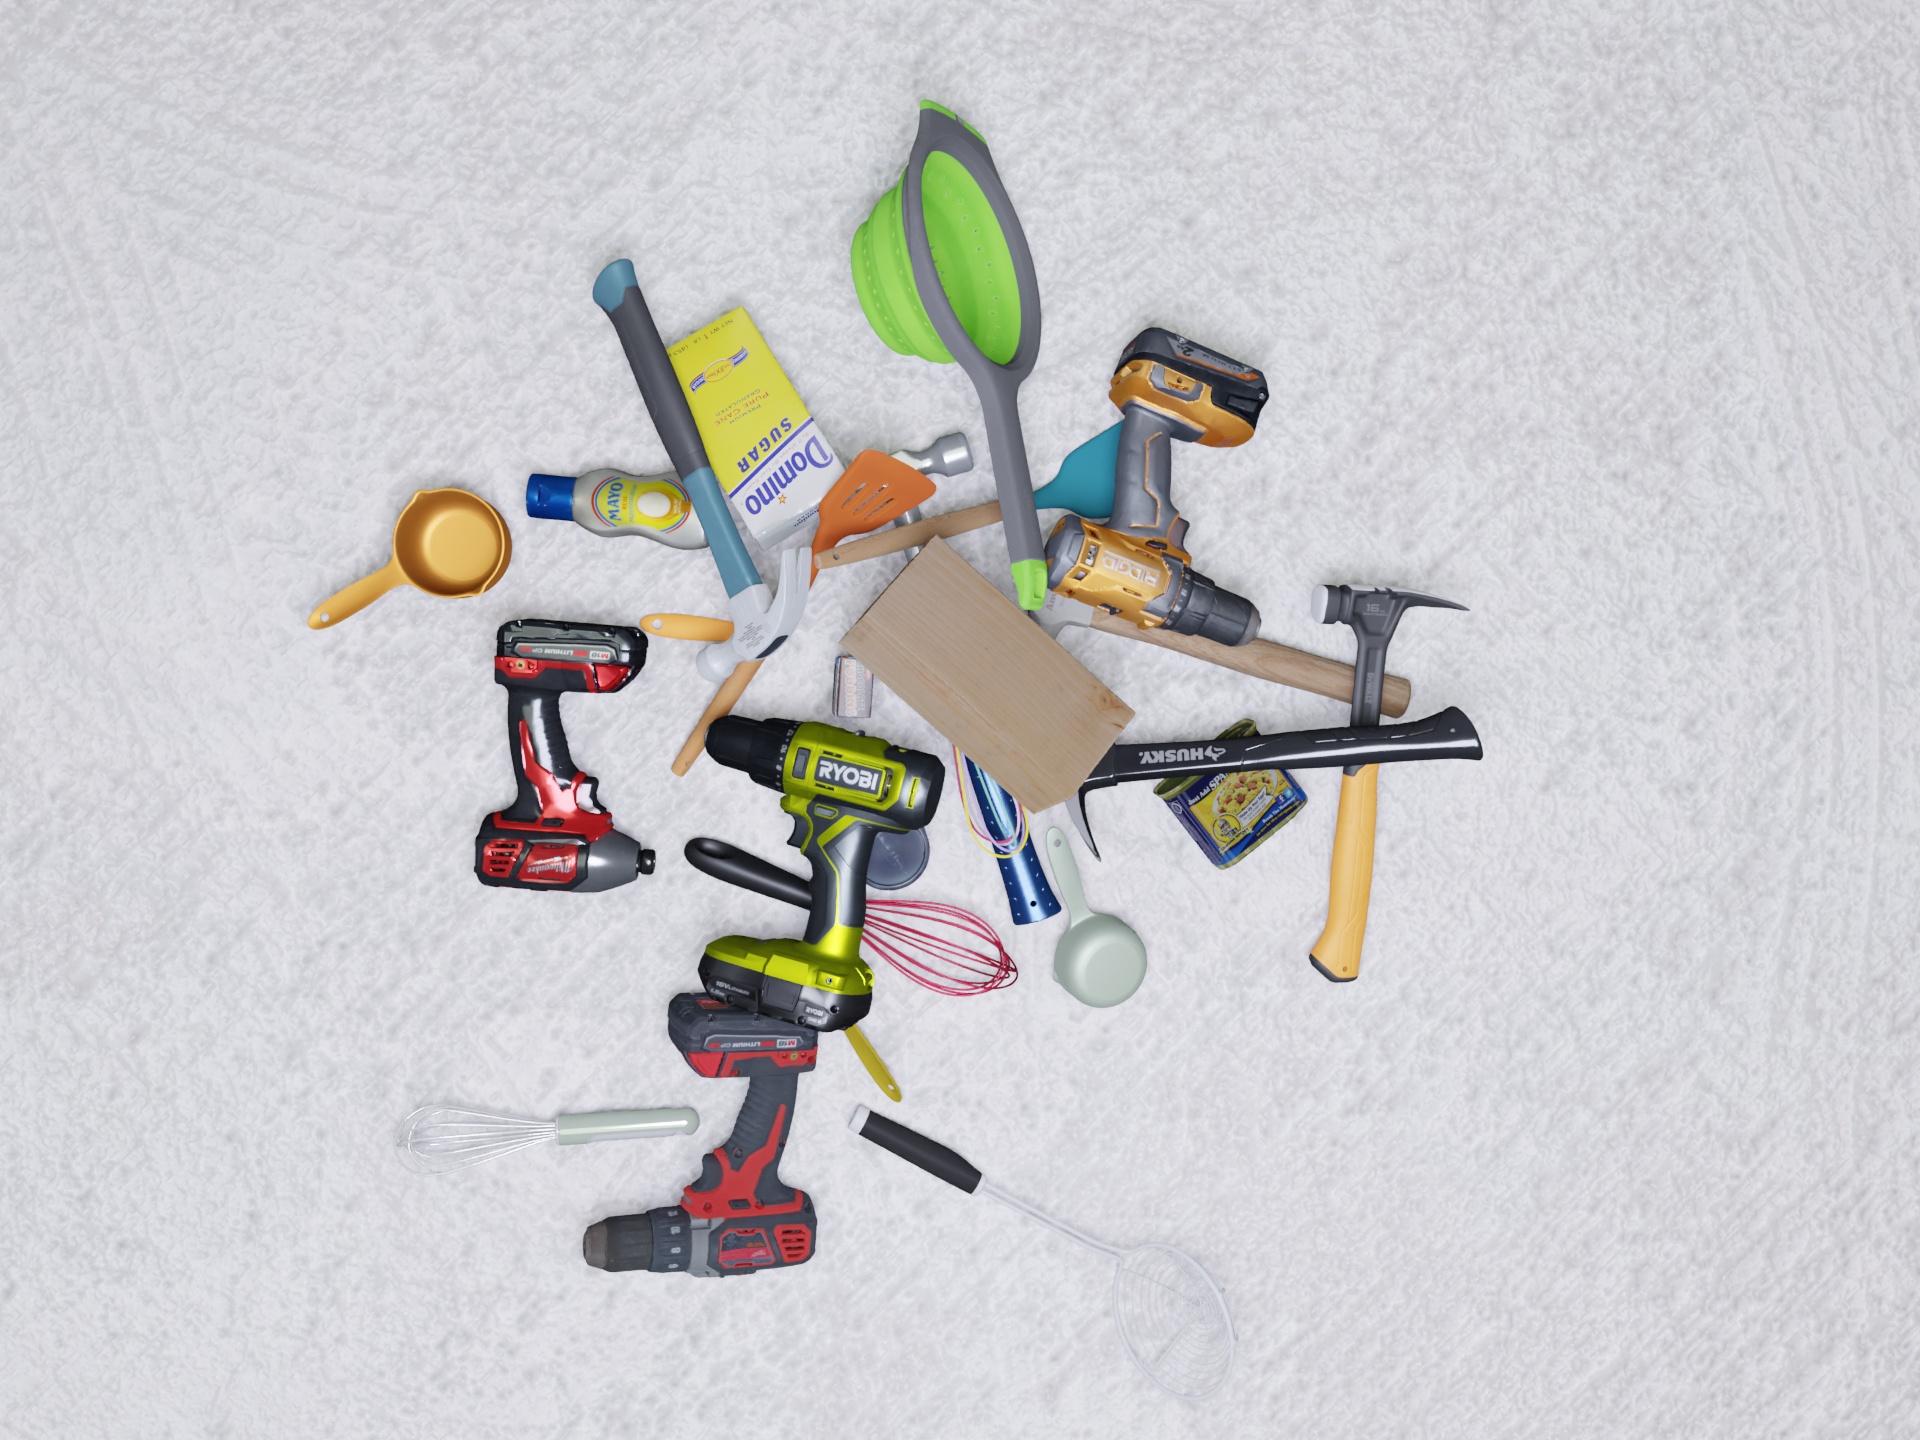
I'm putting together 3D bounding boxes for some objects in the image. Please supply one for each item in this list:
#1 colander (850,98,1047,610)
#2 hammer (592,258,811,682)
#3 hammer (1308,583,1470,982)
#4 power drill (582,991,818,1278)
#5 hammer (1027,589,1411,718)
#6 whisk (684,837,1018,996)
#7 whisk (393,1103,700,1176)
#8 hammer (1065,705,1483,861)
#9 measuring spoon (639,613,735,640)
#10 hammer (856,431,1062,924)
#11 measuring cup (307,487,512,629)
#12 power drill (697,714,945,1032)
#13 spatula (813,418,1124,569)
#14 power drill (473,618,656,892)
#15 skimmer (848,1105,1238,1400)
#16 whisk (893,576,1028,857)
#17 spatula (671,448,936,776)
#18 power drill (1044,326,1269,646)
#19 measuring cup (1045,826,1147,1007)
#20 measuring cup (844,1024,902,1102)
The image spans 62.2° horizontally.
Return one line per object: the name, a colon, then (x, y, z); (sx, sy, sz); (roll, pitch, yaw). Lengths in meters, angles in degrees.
colander: (-0.008, -0.273, 1.250); (0.094, 0.204, 0.397); (-12, 85, 28)
hammer: (-0.213, -0.204, 1.244); (0.128, 0.033, 0.331); (-26, 84, 33)
hammer: (0.339, 0.056, 1.325); (0.127, 0.034, 0.337); (2, 101, -9)
power drill: (-0.204, 0.339, 1.284); (0.187, 0.080, 0.226); (3, 95, -22)
hammer: (0.219, -0.064, 1.332); (0.331, 0.031, 0.130); (15, 85, -6)
whisk: (-0.091, 0.159, 1.314); (0.296, 0.073, 0.073); (22, 91, 1)
whisk: (-0.339, 0.339, 1.311); (0.246, 0.057, 0.059); (-2, 62, -8)
hammer: (0.240, 0.031, 1.267); (0.335, 0.035, 0.146); (-5, 67, 14)
measuring spoon: (-0.208, -0.075, 1.318); (0.117, 0.011, 0.021); (5, 92, -4)
hammer: (-0.004, -0.025, 1.322); (0.144, 0.035, 0.405); (-18, 93, -3)
measuring cup: (-0.443, -0.120, 1.283); (0.173, 0.052, 0.095); (-30, 94, 0)
power drill: (-0.128, 0.112, 1.251); (0.190, 0.080, 0.228); (14, 92, 12)
spatula: (0.025, -0.170, 1.281); (0.317, 0.044, 0.082); (-20, 93, -28)
power drill: (-0.313, 0.031, 1.287); (0.143, 0.078, 0.219); (5, 95, -4)
skimmer: (0.062, 0.434, 1.316); (0.363, 0.090, 0.127); (29, 122, -2)
whisk: (-0.004, -0.003, 1.284); (0.047, 0.051, 0.245); (-22, 91, 3)
spatula: (-0.141, -0.080, 1.280); (0.081, 0.041, 0.322); (23, 107, -43)
power drill: (0.179, -0.179, 1.285); (0.185, 0.084, 0.226); (21, 80, -11)
measuring cup: (0.105, 0.164, 1.309); (0.083, 0.038, 0.167); (-25, 113, -13)
measuring cup: (-0.083, 0.252, 1.330); (0.029, 0.062, 0.156); (-46, 114, -44)
